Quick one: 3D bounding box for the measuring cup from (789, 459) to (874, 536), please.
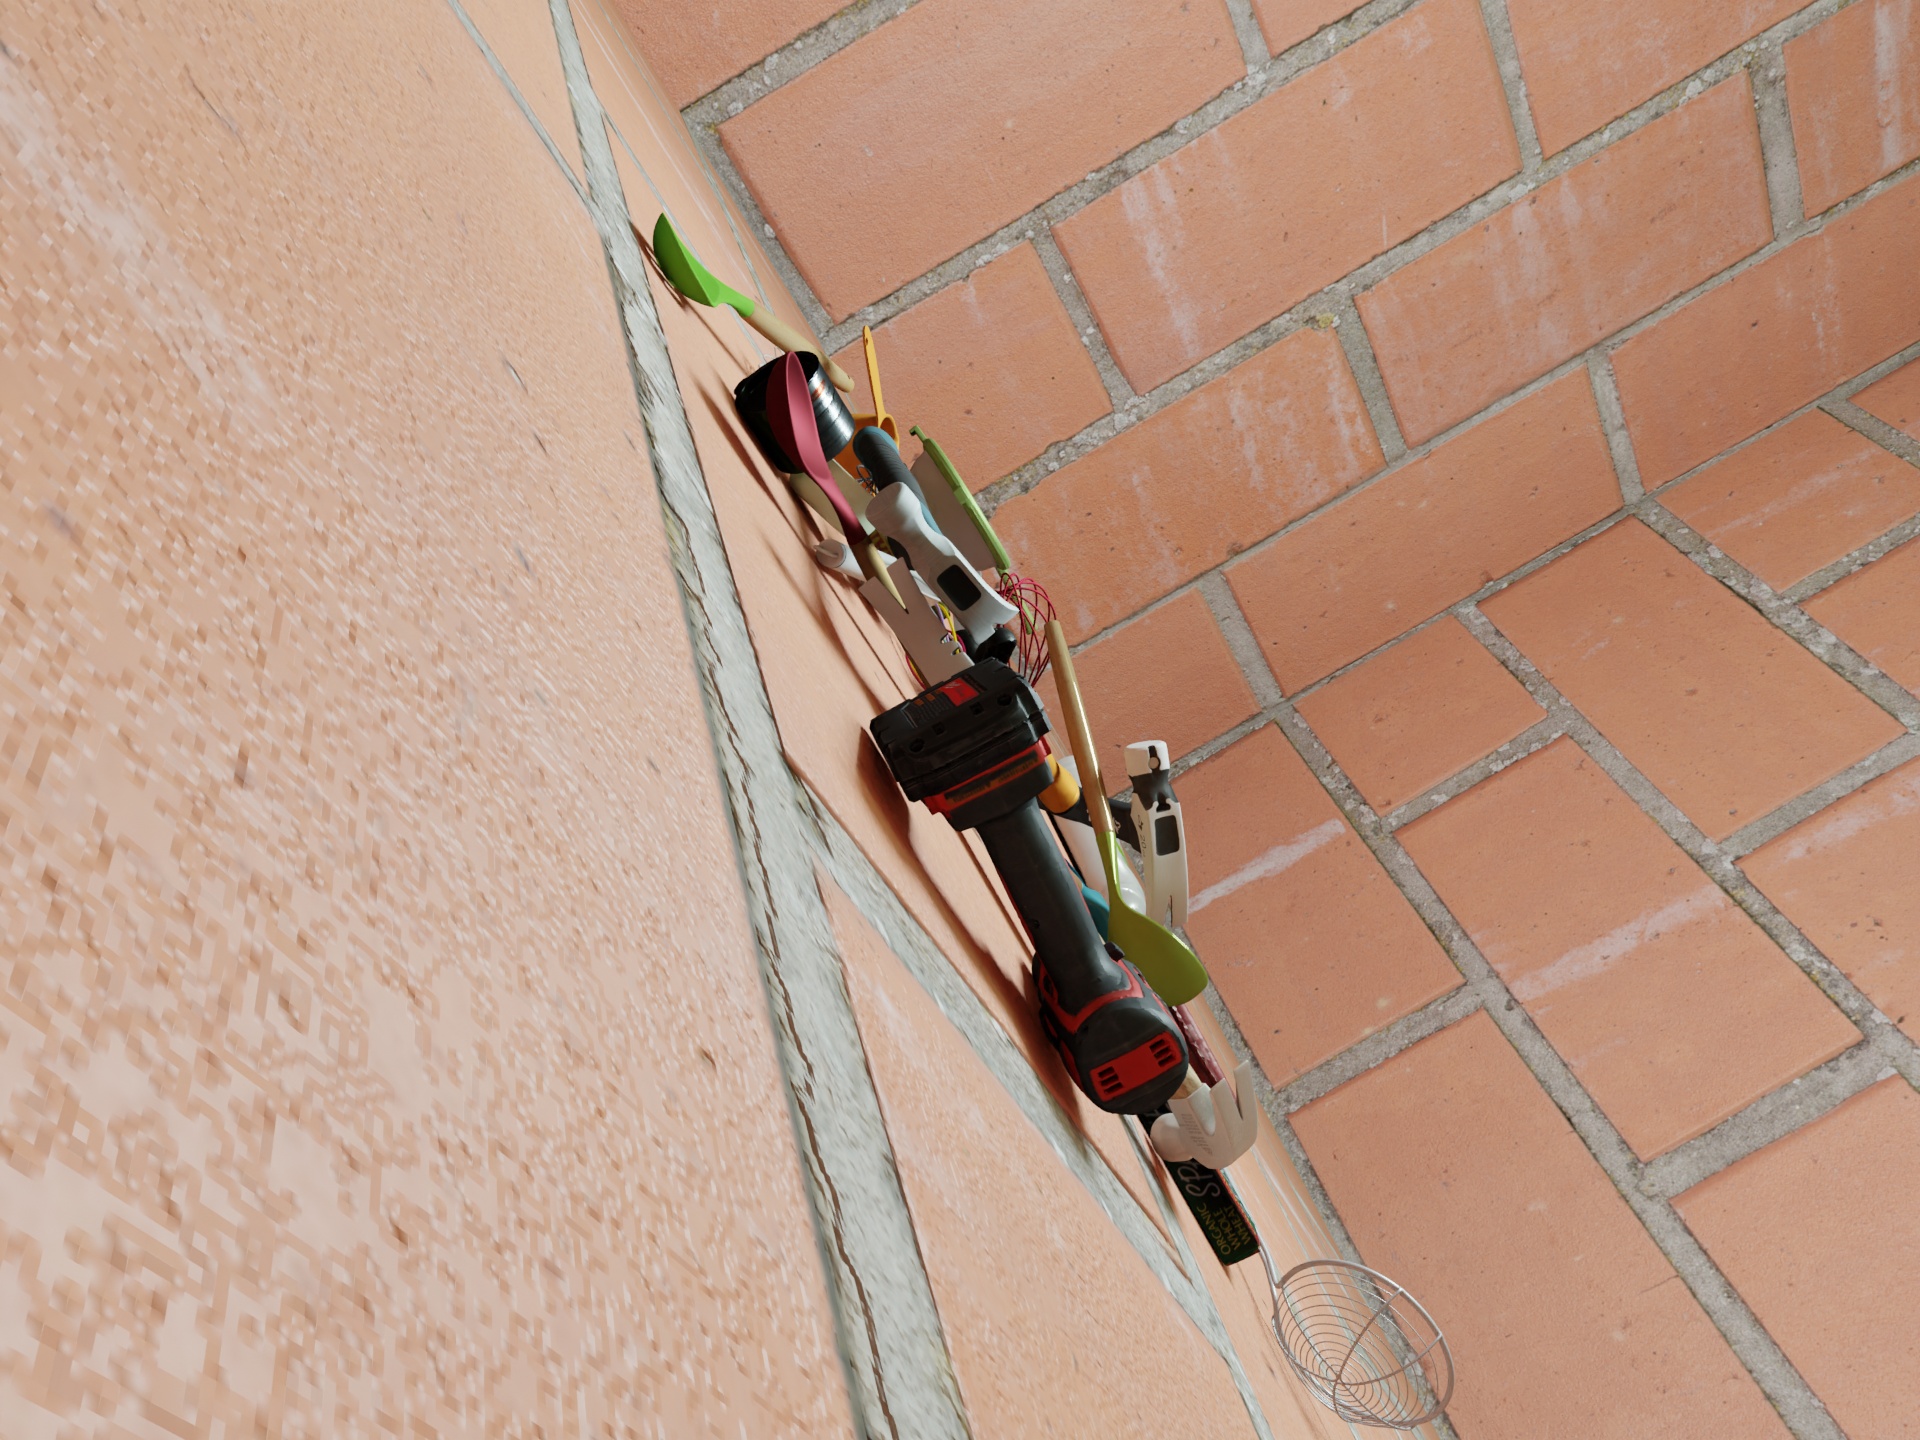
[{"bbox_3d":[-0.097,-0.172,1.201,0.083,0.038,0.168,42,2,-13],"label":"measuring cup"}]

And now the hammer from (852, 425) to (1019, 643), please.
[{"bbox_3d":[-0.034,-0.143,1.066,0.128,0.033,0.331,48,7,-25],"label":"hammer"}]

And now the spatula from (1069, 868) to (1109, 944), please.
[{"bbox_3d":[0.074,0.133,1.288,0.317,0.044,0.082,47,14,-52],"label":"spatula"}]

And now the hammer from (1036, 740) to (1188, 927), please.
[{"bbox_3d":[0.105,0.078,1.327,0.335,0.035,0.146,-166,-115,-73],"label":"hammer"}]

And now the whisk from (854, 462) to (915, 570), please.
[{"bbox_3d":[-0.050,-0.157,1.228,0.055,0.055,0.239,58,4,-25],"label":"whisk"}]

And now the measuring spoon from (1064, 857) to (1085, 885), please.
[{"bbox_3d":[0.068,0.115,1.403,0.128,0.021,0.042,47,10,-28],"label":"measuring spoon"}]

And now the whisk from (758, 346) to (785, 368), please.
[{"bbox_3d":[-0.145,-0.272,1.299,0.246,0.059,0.057,-94,-161,-70],"label":"whisk"}]

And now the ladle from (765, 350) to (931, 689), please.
[{"bbox_3d":[-0.056,-0.102,1.064,0.069,0.031,0.315,-84,151,-55],"label":"ladle"}]

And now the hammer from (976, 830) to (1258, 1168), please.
[{"bbox_3d":[0.075,0.137,0.990,0.331,0.031,0.130,55,-25,0],"label":"hammer"}]

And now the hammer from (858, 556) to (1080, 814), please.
[{"bbox_3d":[0.026,0.000,1.095,0.127,0.034,0.336,54,3,23],"label":"hammer"}]

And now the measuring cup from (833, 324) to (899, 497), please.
[{"bbox_3d":[-0.092,-0.257,1.362,0.095,0.052,0.173,-72,161,-49],"label":"measuring cup"}]

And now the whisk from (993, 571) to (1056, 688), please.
[{"bbox_3d":[0.050,-0.025,1.425,0.295,0.073,0.073,86,-18,-52],"label":"whisk"}]

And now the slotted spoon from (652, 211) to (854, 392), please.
[{"bbox_3d":[-0.154,-0.309,1.235,0.070,0.031,0.313,62,15,17],"label":"slotted spoon"}]

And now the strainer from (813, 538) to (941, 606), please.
[{"bbox_3d":[-0.065,-0.108,1.165,0.087,0.050,0.258,33,6,12],"label":"strainer"}]

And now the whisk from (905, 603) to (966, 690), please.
[{"bbox_3d":[-0.003,-0.002,1.199,0.051,0.047,0.245,58,9,-46],"label":"whisk"}]

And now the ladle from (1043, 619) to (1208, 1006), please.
[{"bbox_3d":[0.113,0.059,1.169,0.078,0.062,0.320,84,-6,-61],"label":"ladle"}]

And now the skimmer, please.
[{"bbox_3d":[0.238,0.363,1.188,0.364,0.090,0.127,-117,-152,-59],"label":"skimmer"}]

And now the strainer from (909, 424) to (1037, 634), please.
[{"bbox_3d":[0.004,-0.165,1.603,0.256,0.069,0.152,58,1,-41],"label":"strainer"}]

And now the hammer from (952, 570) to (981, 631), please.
[{"bbox_3d":[0.049,-0.013,1.647,0.358,0.037,0.149,57,26,-65],"label":"hammer"}]

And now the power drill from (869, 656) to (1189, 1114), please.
[{"bbox_3d":[0.037,0.085,0.846,0.226,0.080,0.188,63,-3,-11],"label":"power drill"}]
